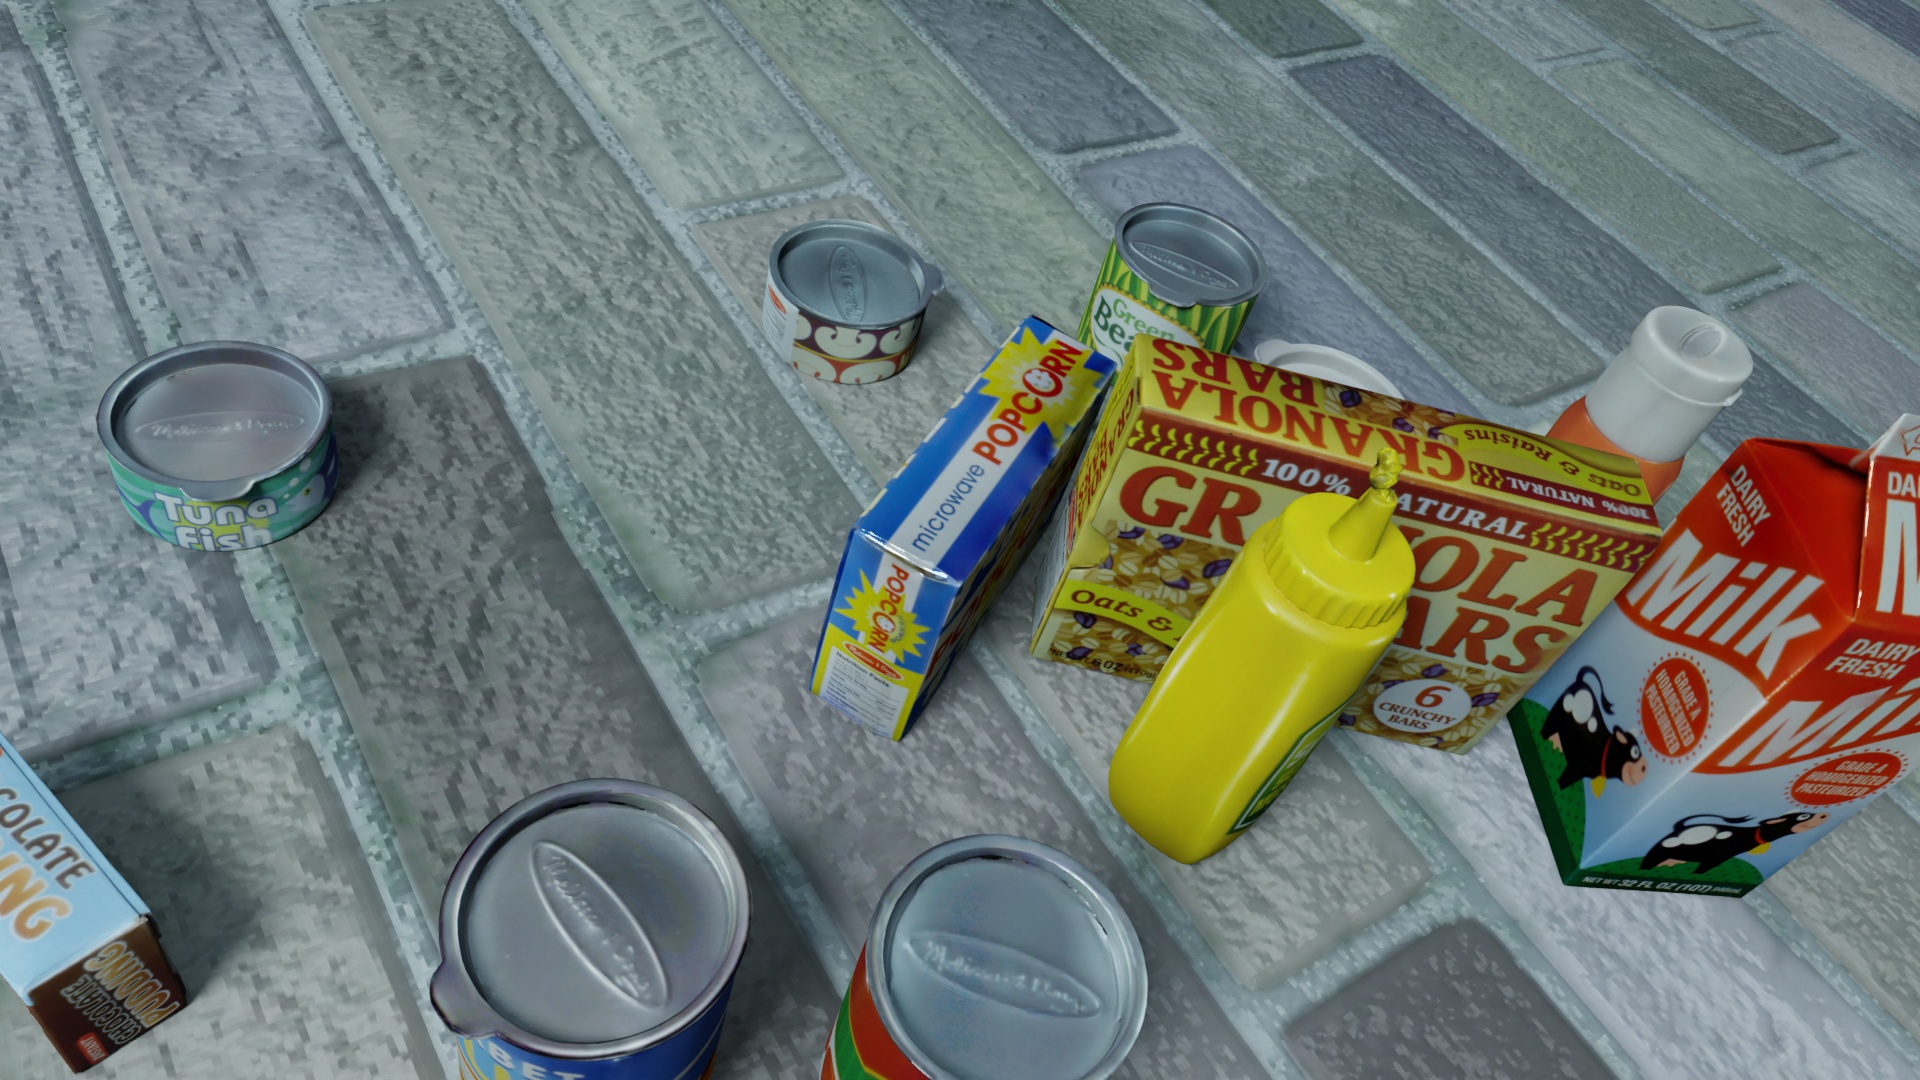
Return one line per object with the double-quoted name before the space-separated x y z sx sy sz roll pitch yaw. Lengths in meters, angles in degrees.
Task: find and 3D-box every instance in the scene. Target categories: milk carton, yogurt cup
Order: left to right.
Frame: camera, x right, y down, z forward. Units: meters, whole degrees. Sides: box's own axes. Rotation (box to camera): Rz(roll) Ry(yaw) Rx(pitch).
"yogurt cup" 0.138 -0.036 0.552 0.072 0.053 0.073 9 48 -9
"milk carton" 0.256 0.034 0.432 0.072 0.189 0.074 7 48 -11

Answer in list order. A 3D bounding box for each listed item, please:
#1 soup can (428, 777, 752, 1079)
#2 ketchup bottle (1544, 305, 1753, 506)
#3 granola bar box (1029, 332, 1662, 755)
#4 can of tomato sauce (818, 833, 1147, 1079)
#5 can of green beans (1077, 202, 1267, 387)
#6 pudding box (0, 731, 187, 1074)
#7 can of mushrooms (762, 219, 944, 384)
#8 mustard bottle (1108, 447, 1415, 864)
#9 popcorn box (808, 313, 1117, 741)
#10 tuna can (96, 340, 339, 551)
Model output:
"soup can" -0.090 0.108 0.334 0.071 0.083 0.072 9 48 -9
"ketchup bottle" 0.219 -0.015 0.493 0.043 0.148 0.065 42 51 20
"granola bar box" 0.118 0.008 0.459 0.166 0.123 0.039 13 47 -5
"can of tomato sauce" 0.002 0.125 0.347 0.071 0.082 0.071 9 48 -9
"can of green beans" 0.089 -0.101 0.592 0.071 0.057 0.071 9 48 -9
"pudding box" -0.228 0.083 0.338 0.084 0.049 0.030 39 50 18
"can of mushrooms" -0.044 -0.097 0.565 0.071 0.033 0.071 9 48 -9
"mustard bottle" 0.092 0.034 0.403 0.049 0.159 0.065 40 50 19
"popcorn box" 0.002 -0.006 0.462 0.038 0.084 0.127 28 48 9
"tuna can" -0.236 -0.029 0.446 0.071 0.032 0.071 9 48 -9
